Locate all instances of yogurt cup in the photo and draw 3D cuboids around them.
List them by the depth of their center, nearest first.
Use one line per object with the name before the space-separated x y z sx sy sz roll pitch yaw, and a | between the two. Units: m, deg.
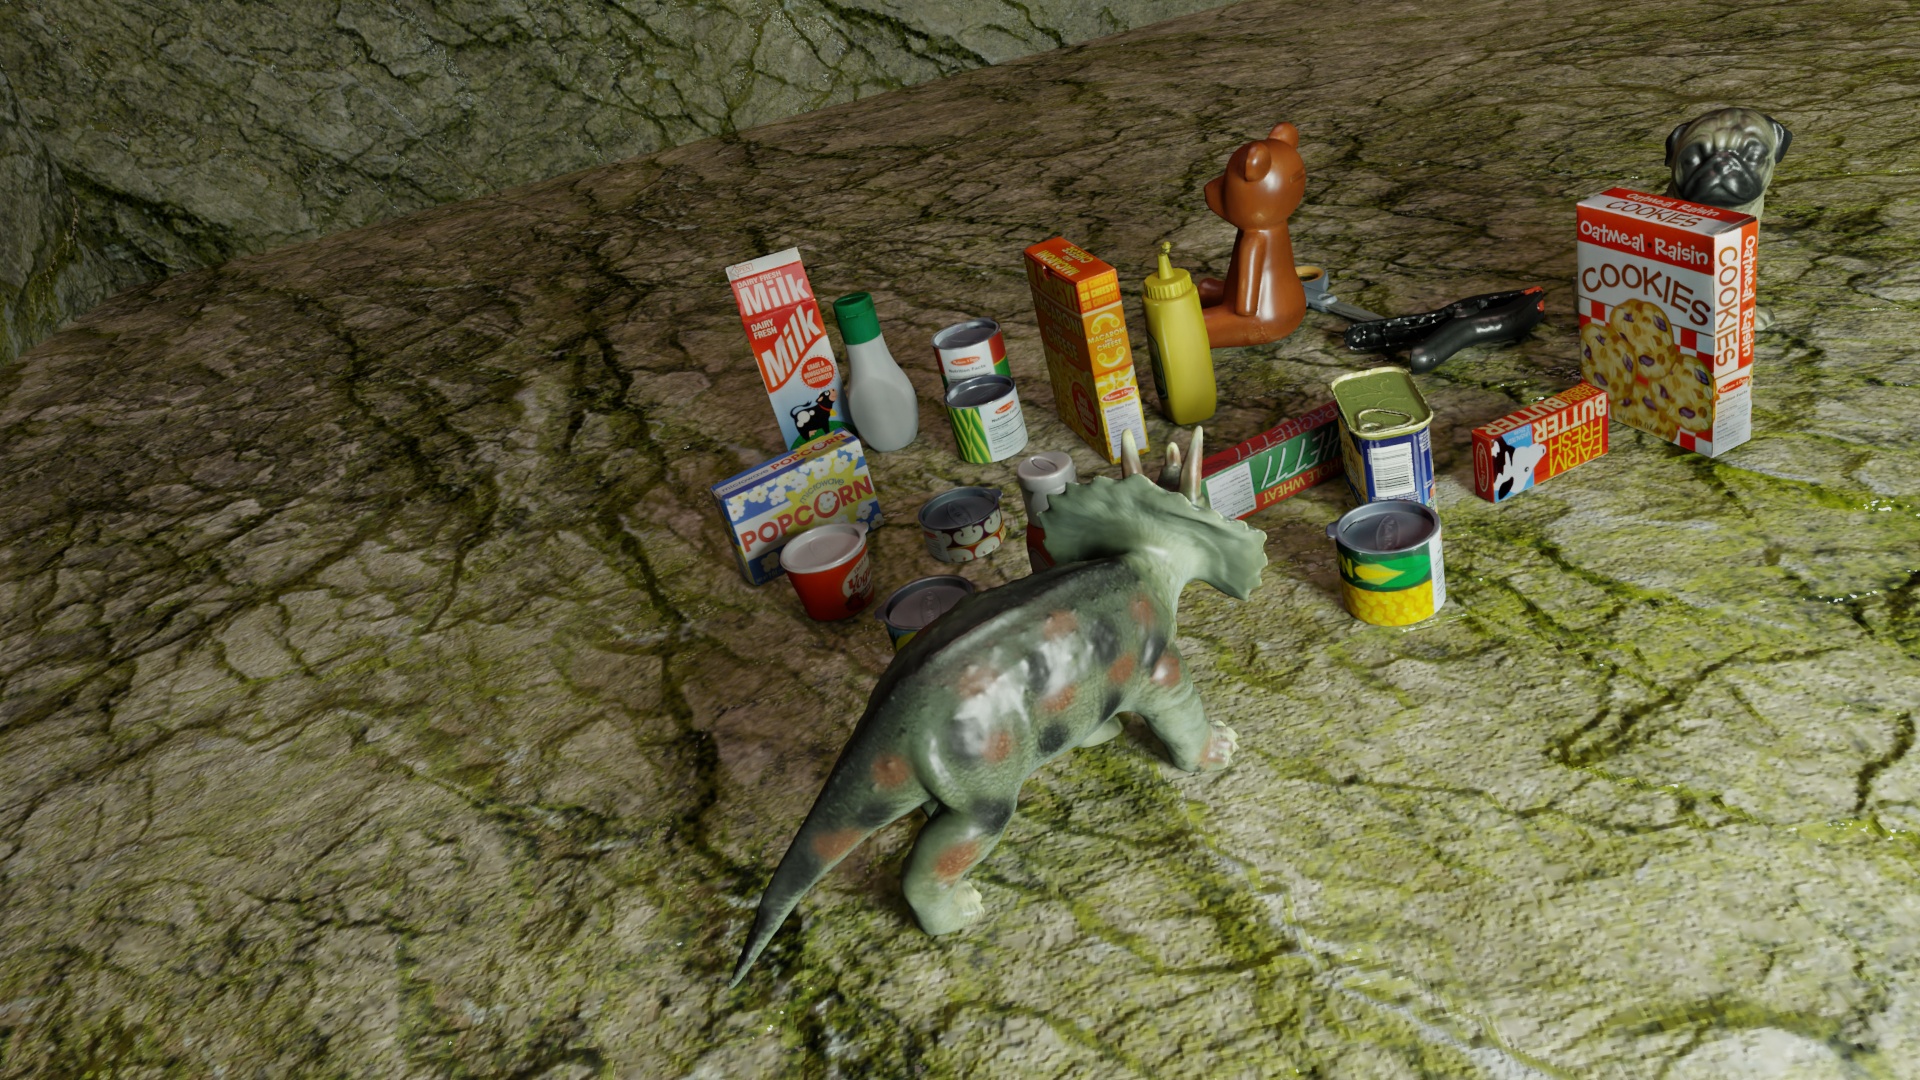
yogurt cup | -0.100 0.026 1.072 0.072 0.053 0.073 -12 29 7

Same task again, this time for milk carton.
milk carton | -0.161 -0.181 1.327 0.072 0.189 0.074 -18 28 -5

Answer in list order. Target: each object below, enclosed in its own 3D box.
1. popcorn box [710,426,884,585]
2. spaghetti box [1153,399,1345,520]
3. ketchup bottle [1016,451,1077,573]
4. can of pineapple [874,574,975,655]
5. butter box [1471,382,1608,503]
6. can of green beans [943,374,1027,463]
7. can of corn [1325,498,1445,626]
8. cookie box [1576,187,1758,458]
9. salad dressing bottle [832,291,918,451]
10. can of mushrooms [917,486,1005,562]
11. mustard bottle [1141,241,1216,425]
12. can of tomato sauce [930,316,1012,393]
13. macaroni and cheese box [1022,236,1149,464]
popcorn box | -0.134 -0.029 1.153 0.127 0.085 0.038 -27 30 -20
spaghetti box | 0.237 -0.055 1.056 0.251 0.050 0.029 -24 29 -16
ketchup bottle | 0.070 0.014 0.912 0.044 0.148 0.065 -27 30 -20
can of pineapple | -0.017 0.065 0.958 0.071 0.057 0.071 -12 29 7
butter box | 0.415 -0.070 0.993 0.104 0.053 0.024 -22 29 -13
can of green beans | 0.023 -0.109 1.248 0.071 0.057 0.071 -12 29 7
can of corn | 0.277 0.015 0.904 0.071 0.058 0.071 -12 29 7
cookie box | 0.500 -0.157 0.987 0.040 0.166 0.123 -23 29 -13
salad dressing bottle | -0.081 -0.156 1.288 0.064 0.147 0.044 -10 29 11
can of mushrooms | 0.004 -0.014 1.113 0.071 0.033 0.071 -12 29 7
mustard bottle | 0.184 -0.180 1.189 0.049 0.159 0.065 -16 28 -1
can of tomato sauce | 0.015 -0.159 1.314 0.071 0.082 0.071 -12 29 7
macaroni and cheese box | 0.107 -0.164 1.191 0.040 0.165 0.124 -21 29 -10
